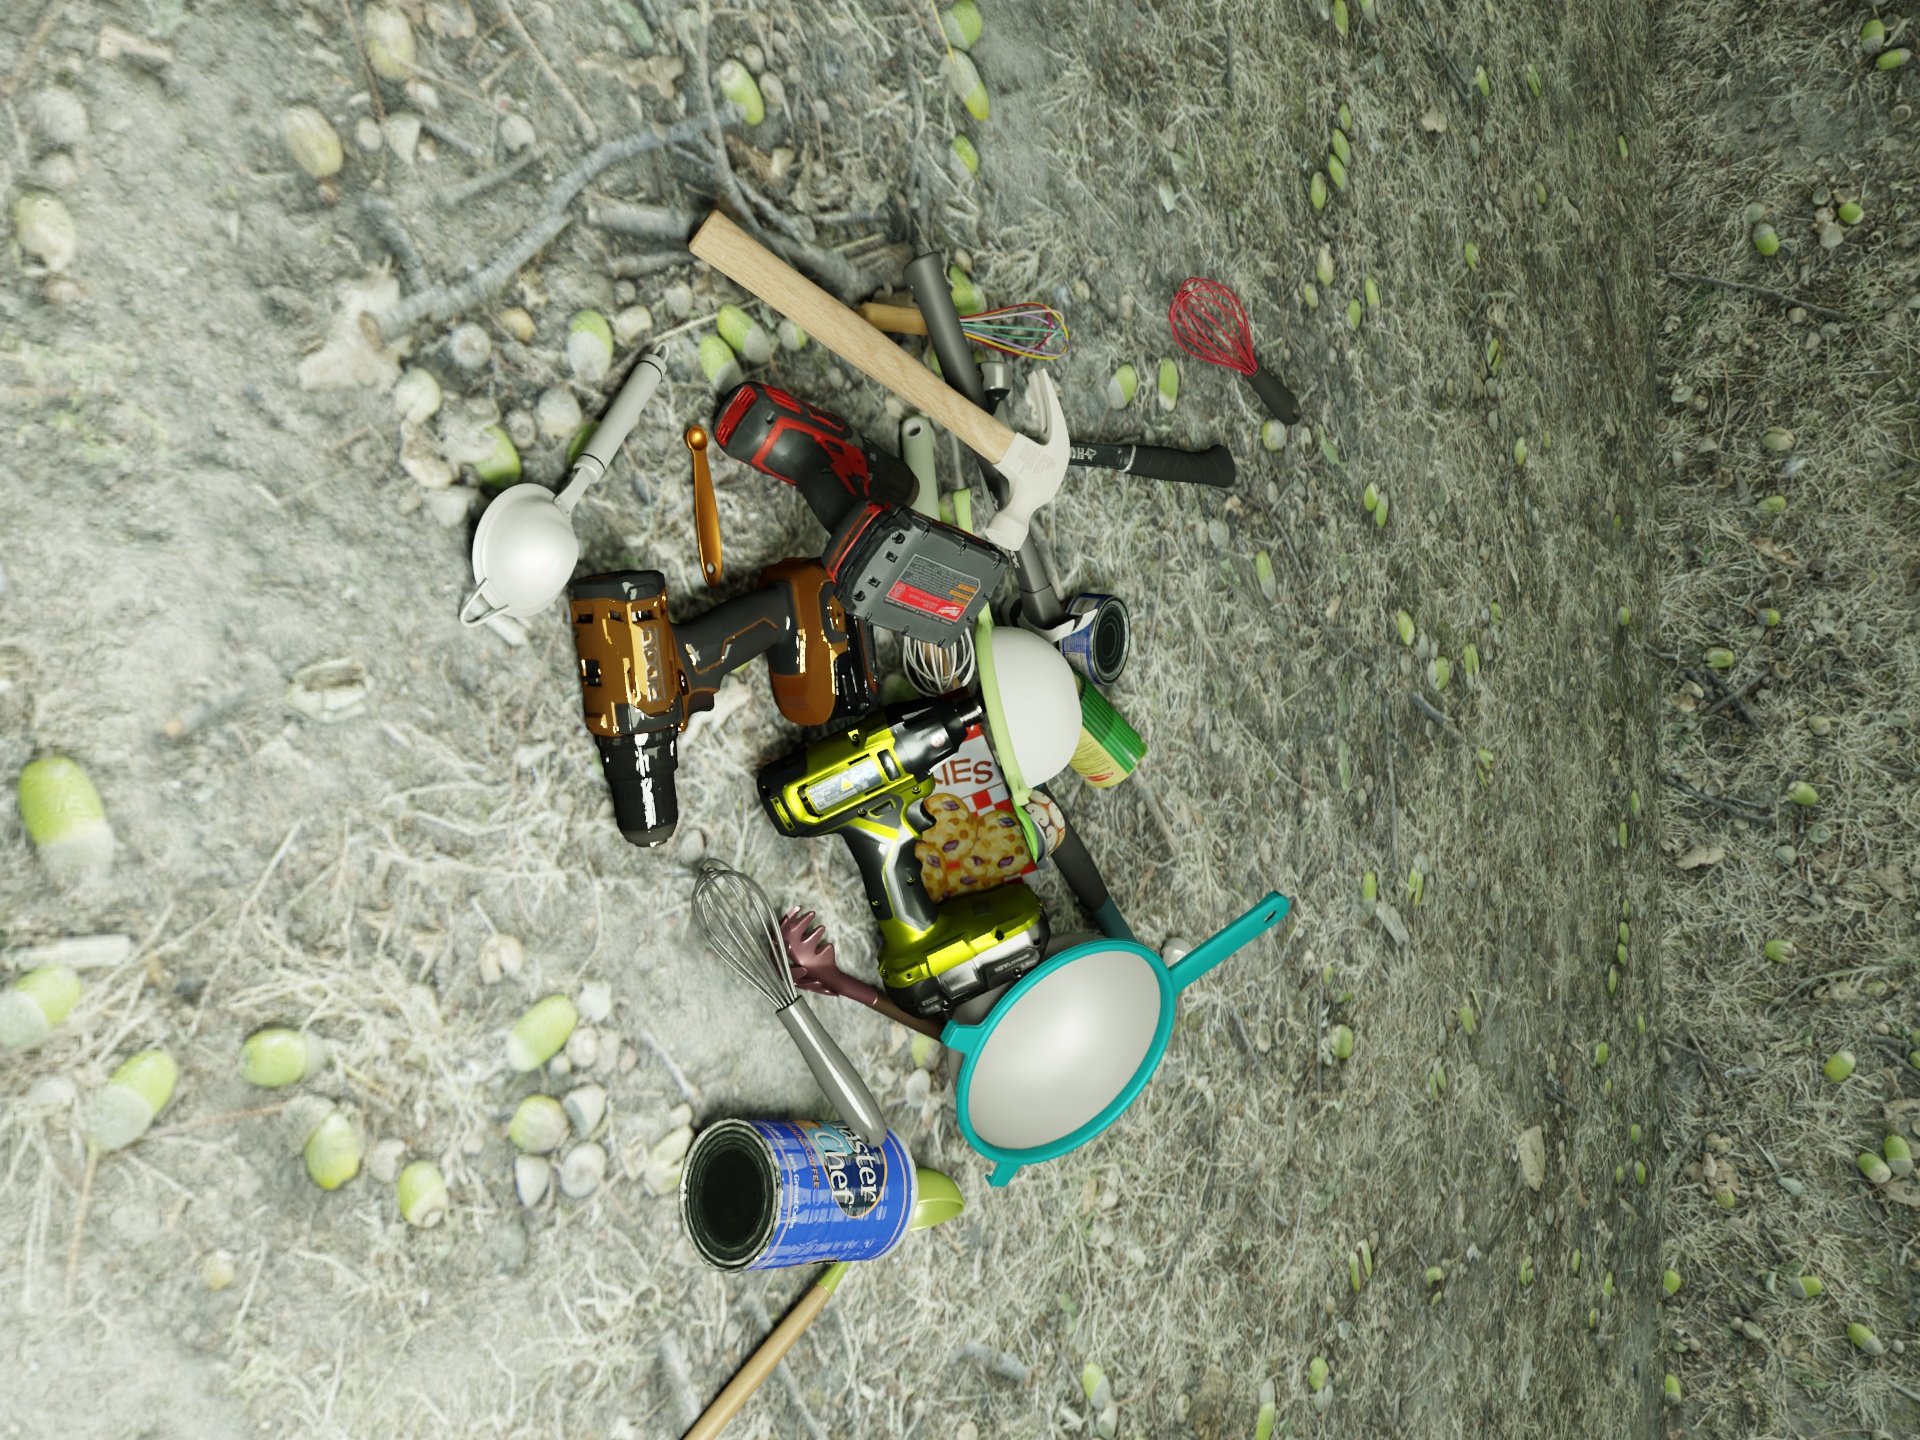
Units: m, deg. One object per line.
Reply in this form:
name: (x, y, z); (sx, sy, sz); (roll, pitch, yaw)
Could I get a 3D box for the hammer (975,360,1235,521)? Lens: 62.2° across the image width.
hammer: (0.149, -0.246, 1.517); (0.408, 0.036, 0.149); (-6, 94, -50)

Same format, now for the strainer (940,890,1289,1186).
strainer: (0.117, 0.217, 1.313); (0.340, 0.095, 0.210); (-30, 129, -20)

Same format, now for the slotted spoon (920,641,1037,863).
slotted spoon: (-0.002, -0.004, 1.301); (0.070, 0.031, 0.313); (-26, 97, -41)

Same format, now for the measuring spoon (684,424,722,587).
measuring spoon: (-0.186, -0.153, 1.144); (0.021, 0.011, 0.117); (-16, 105, -49)

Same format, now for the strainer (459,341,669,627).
strainer: (-0.248, -0.161, 1.049); (0.259, 0.050, 0.086); (-67, 150, -30)

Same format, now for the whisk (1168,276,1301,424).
whisk: (0.300, -0.383, 1.685); (0.295, 0.073, 0.073); (27, 69, -52)

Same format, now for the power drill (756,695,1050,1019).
power drill: (-0.027, 0.097, 1.192); (0.080, 0.171, 0.223); (-105, 169, -70)

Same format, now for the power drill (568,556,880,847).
power drill: (-0.163, -0.022, 1.114); (0.226, 0.084, 0.185); (-15, 103, -45)

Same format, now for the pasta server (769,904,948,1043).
pasta server: (-0.049, 0.226, 1.266); (0.315, 0.040, 0.060); (36, 35, -44)

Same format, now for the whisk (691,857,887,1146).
whisk: (-0.118, 0.201, 1.126); (0.055, 0.055, 0.239); (-36, 96, -44)

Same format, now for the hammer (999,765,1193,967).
hammer: (0.122, 0.157, 1.473); (0.330, 0.033, 0.128); (58, 48, -30)

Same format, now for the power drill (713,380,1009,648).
power drill: (-0.061, -0.151, 1.150); (0.187, 0.227, 0.080); (17, 116, -48)

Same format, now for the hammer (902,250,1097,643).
hammer: (0.025, -0.216, 1.296); (0.035, 0.146, 0.334); (-25, 109, -14)

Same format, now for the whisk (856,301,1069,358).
whisk: (0.007, -0.338, 1.350); (0.245, 0.051, 0.047); (-8, 111, -44)

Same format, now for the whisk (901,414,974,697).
whisk: (-0.025, -0.133, 1.276); (0.059, 0.058, 0.246); (46, 36, -70)

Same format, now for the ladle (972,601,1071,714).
ladle: (0.019, -0.015, 1.366); (0.315, 0.031, 0.069); (-49, 123, -41)

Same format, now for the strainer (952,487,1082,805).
strainer: (0.050, -0.066, 1.285); (0.151, 0.069, 0.256); (-58, 136, -79)

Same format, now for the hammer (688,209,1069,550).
hammer: (-0.055, -0.271, 1.193); (0.331, 0.031, 0.130); (33, 79, -20)

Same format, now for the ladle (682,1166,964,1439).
ladle: (-0.110, 0.451, 1.176); (0.062, 0.078, 0.320); (39, 52, 11)
